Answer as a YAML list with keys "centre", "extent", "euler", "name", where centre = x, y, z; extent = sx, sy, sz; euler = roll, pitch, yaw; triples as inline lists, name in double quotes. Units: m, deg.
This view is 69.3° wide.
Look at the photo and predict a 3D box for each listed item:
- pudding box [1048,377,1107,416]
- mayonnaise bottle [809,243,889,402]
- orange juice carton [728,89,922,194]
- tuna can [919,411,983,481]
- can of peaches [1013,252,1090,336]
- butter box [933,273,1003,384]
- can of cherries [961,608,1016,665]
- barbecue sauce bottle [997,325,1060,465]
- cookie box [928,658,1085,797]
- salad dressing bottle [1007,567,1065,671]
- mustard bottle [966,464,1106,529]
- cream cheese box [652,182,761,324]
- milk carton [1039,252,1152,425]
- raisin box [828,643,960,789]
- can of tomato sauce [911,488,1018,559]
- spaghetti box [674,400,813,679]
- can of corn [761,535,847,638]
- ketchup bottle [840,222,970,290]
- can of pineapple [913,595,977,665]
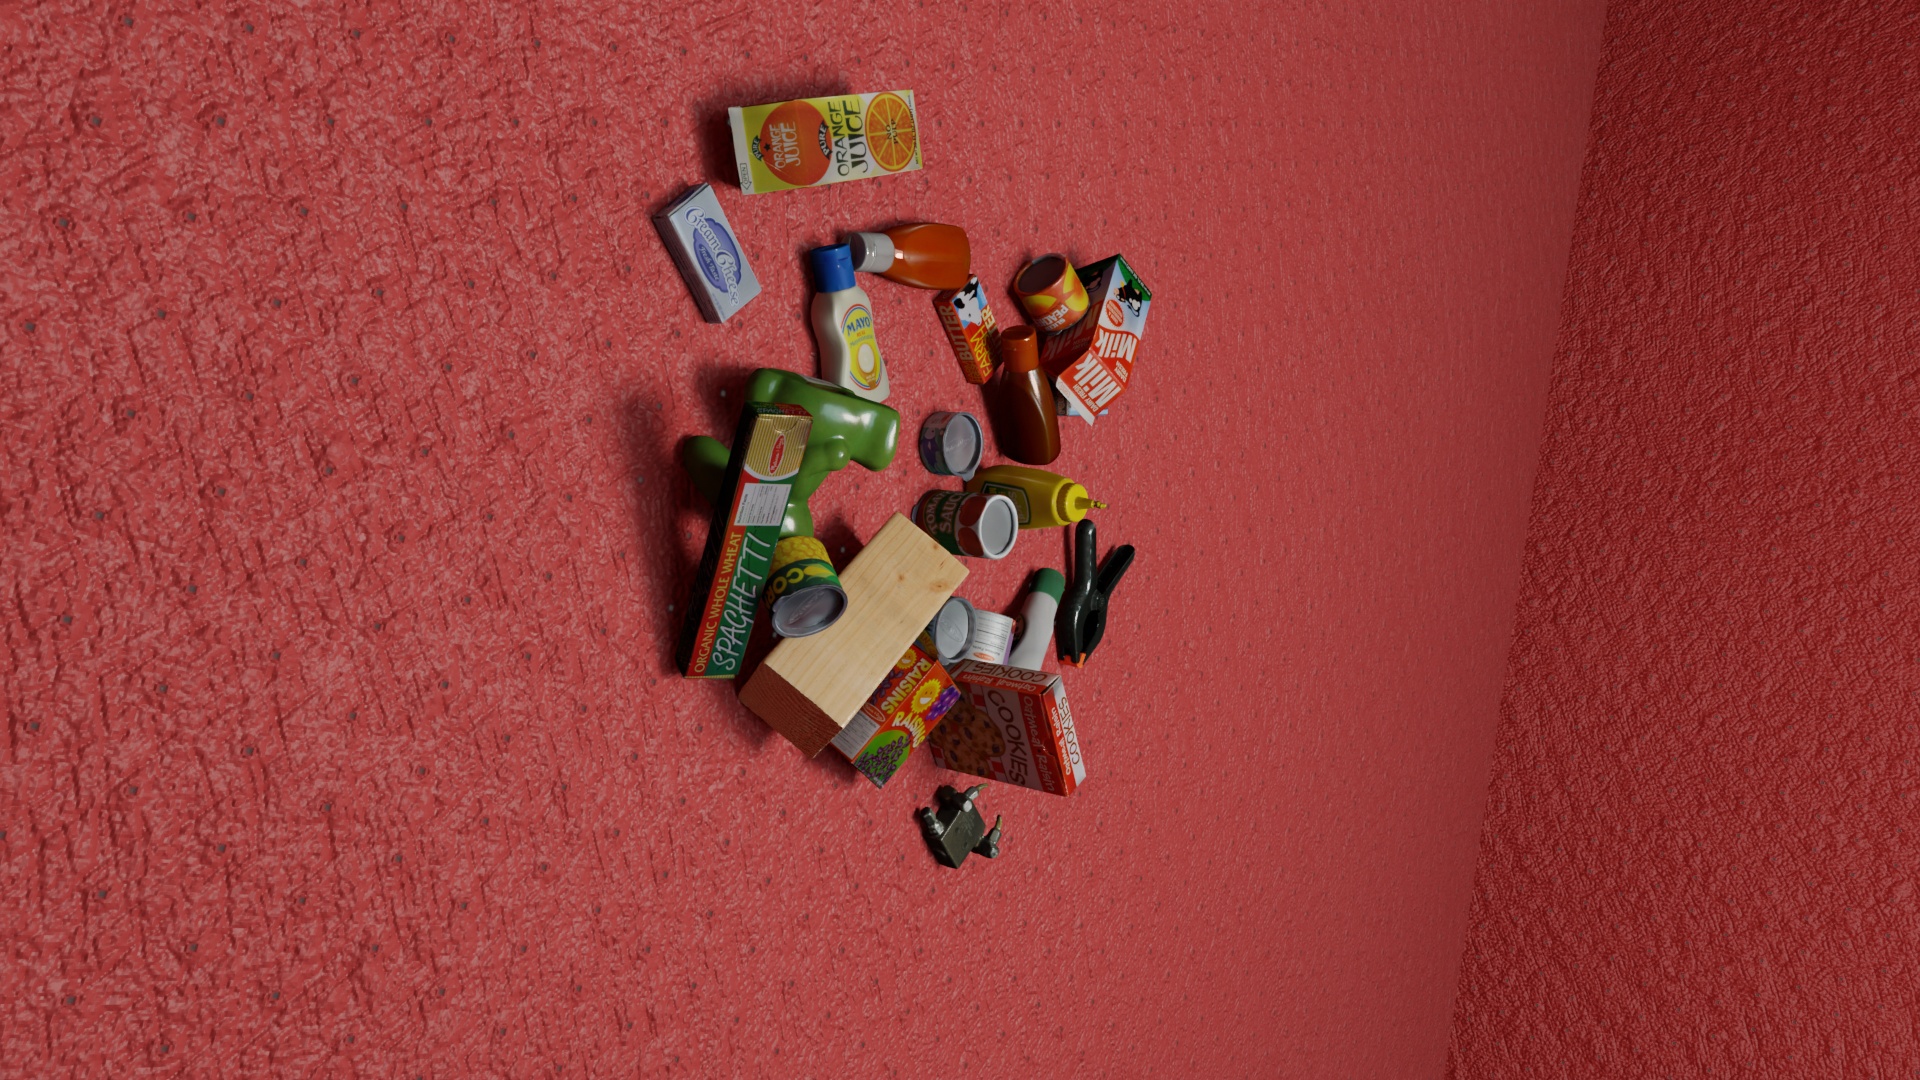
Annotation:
- centre: [0.135, -0.166, 1.582]
  extent: [0.084, 0.030, 0.049]
  euler: [-8, 99, -51]
  name: "pudding box"
- centre: [-0.105, -0.194, 1.265]
  extent: [0.065, 0.041, 0.147]
  euler: [-30, 118, -44]
  name: "mayonnaise bottle"
- centre: [-0.124, -0.344, 1.198]
  extent: [0.193, 0.073, 0.071]
  euler: [-26, 114, -47]
  name: "orange juice carton"
- centre: [-0.009, -0.095, 1.406]
  extent: [0.071, 0.033, 0.071]
  euler: [-9, 101, -51]
  name: "tuna can"
- centre: [0.097, -0.265, 1.493]
  extent: [0.058, 0.071, 0.071]
  euler: [53, 55, -40]
  name: "can of peaches"
- centre: [0.012, -0.216, 1.425]
  extent: [0.053, 0.024, 0.103]
  euler: [-52, 132, -35]
  name: "butter box"
- centre: [0.019, 0.104, 1.443]
  extent: [0.071, 0.071, 0.058]
  euler: [25, 74, -50]
  name: "can of cherries"
- centre: [0.068, -0.151, 1.453]
  extent: [0.044, 0.065, 0.147]
  euler: [-47, 139, -41]
  name: "barbecue sauce bottle"
- centre: [0.036, 0.183, 1.387]
  extent: [0.040, 0.167, 0.122]
  euler: [-40, 124, -42]
  name: "cookie box"
- centre: [0.079, 0.094, 1.513]
  extent: [0.044, 0.064, 0.148]
  euler: [28, 50, -6]
  name: "salad dressing bottle"
- centre: [0.079, -0.042, 1.422]
  extent: [0.049, 0.160, 0.065]
  euler: [-29, 116, -45]
  name: "mustard bottle"
- centre: [-0.208, -0.235, 1.144]
  extent: [0.053, 0.024, 0.103]
  euler: [-51, 131, -35]
  name: "cream cheese box"
- centre: [0.145, -0.217, 1.518]
  extent: [0.072, 0.073, 0.191]
  euler: [43, 49, -33]
  name: "milk carton"
- centre: [-0.061, 0.167, 1.320]
  extent: [0.123, 0.040, 0.086]
  euler: [-49, 149, -11]
  name: "raisin box"
- centre: [0.005, -0.017, 1.392]
  extent: [0.071, 0.083, 0.071]
  euler: [-9, 102, -51]
  name: "can of tomato sauce"
- centre: [-0.177, 0.004, 1.117]
  extent: [0.050, 0.029, 0.248]
  euler: [2, 121, -35]
  name: "spaghetti box"
- centre: [-0.137, 0.038, 1.162]
  extent: [0.071, 0.058, 0.070]
  euler: [-18, 143, -14]
  name: "can of corn"
- centre: [-0.051, -0.272, 1.322]
  extent: [0.149, 0.043, 0.064]
  euler: [-10, 101, -51]
  name: "ketchup bottle"
- centre: [-0.027, 0.087, 1.385]
  extent: [0.071, 0.058, 0.071]
  euler: [-9, 101, -51]
  name: "can of pineapple"
